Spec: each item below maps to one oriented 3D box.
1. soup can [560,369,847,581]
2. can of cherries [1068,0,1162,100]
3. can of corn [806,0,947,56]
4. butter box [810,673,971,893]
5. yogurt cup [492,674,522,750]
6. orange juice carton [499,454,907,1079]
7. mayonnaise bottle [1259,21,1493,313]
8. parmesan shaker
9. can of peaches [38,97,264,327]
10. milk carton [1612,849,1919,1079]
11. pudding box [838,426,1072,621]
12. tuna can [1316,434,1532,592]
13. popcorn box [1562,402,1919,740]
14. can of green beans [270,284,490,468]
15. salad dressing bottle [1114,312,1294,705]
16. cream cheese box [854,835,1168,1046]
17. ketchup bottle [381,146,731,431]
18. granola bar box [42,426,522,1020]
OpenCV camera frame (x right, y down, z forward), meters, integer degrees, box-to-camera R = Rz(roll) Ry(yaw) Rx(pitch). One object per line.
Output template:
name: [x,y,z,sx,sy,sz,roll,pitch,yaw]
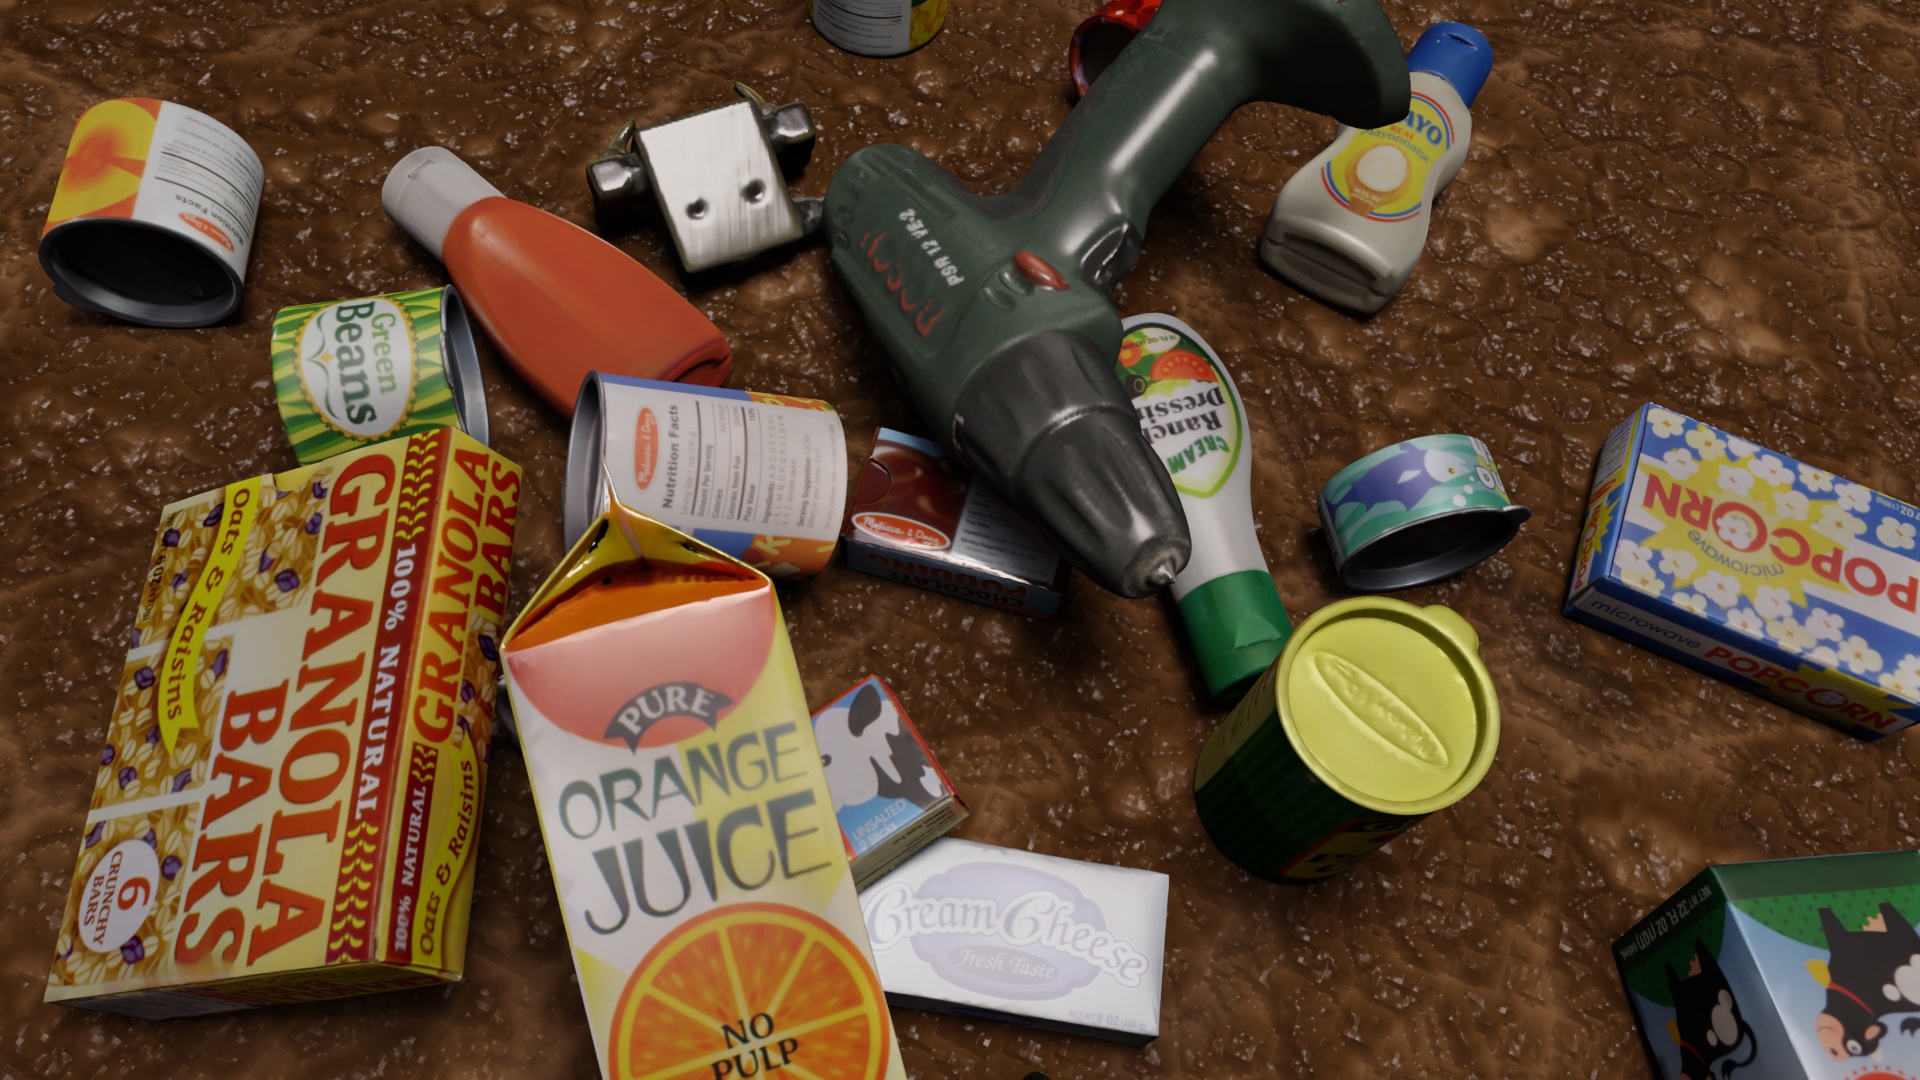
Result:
soup can: [-0.090,-0.020,0.482,0.084,0.071,0.071,5,62,-25]
can of cherries: [0.089,-0.214,0.603,0.071,0.071,0.058,43,68,15]
can of corn: [-0.036,-0.263,0.623,0.071,0.058,0.071,2,64,-4]
butter box: [-0.054,0.093,0.443,0.103,0.024,0.053,-34,57,-4]
yogurt cup: [-0.110,0.048,0.458,0.072,0.072,0.054,26,56,8]
orange juice carton: [-0.074,0.075,0.381,0.073,0.071,0.193,-15,84,-13]
mayonnaise bottle: [0.188,-0.168,0.606,0.065,0.041,0.149,29,65,11]
parmesan shaker: [0.122,0.067,0.448,0.071,0.102,0.071,2,64,-4]
can of peaches: [-0.304,-0.122,0.523,0.071,0.071,0.058,-1,64,-6]
milk carton: [0.272,0.193,0.400,0.073,0.072,0.191,-3,55,-7]
pudding box: [0.002,-0.006,0.514,0.084,0.030,0.050,15,64,2]
tuna can: [0.169,-0.010,0.510,0.071,0.070,0.033,-8,65,-9]
popcorn box: [0.305,0.011,0.530,0.127,0.038,0.085,23,63,6]
can of green beans: [-0.206,-0.055,0.498,0.058,0.071,0.071,-10,65,-10]
salad dressing bottle: [0.086,-0.013,0.518,0.064,0.043,0.148,-13,66,-9]
cream cheese box: [0.013,0.128,0.451,0.104,0.024,0.053,9,62,-1]
ketchup bottle: [-0.161,-0.097,0.536,0.149,0.043,0.065,40,70,14]
granola bar box: [-0.205,0.055,0.430,0.124,0.039,0.166,-12,62,19]
